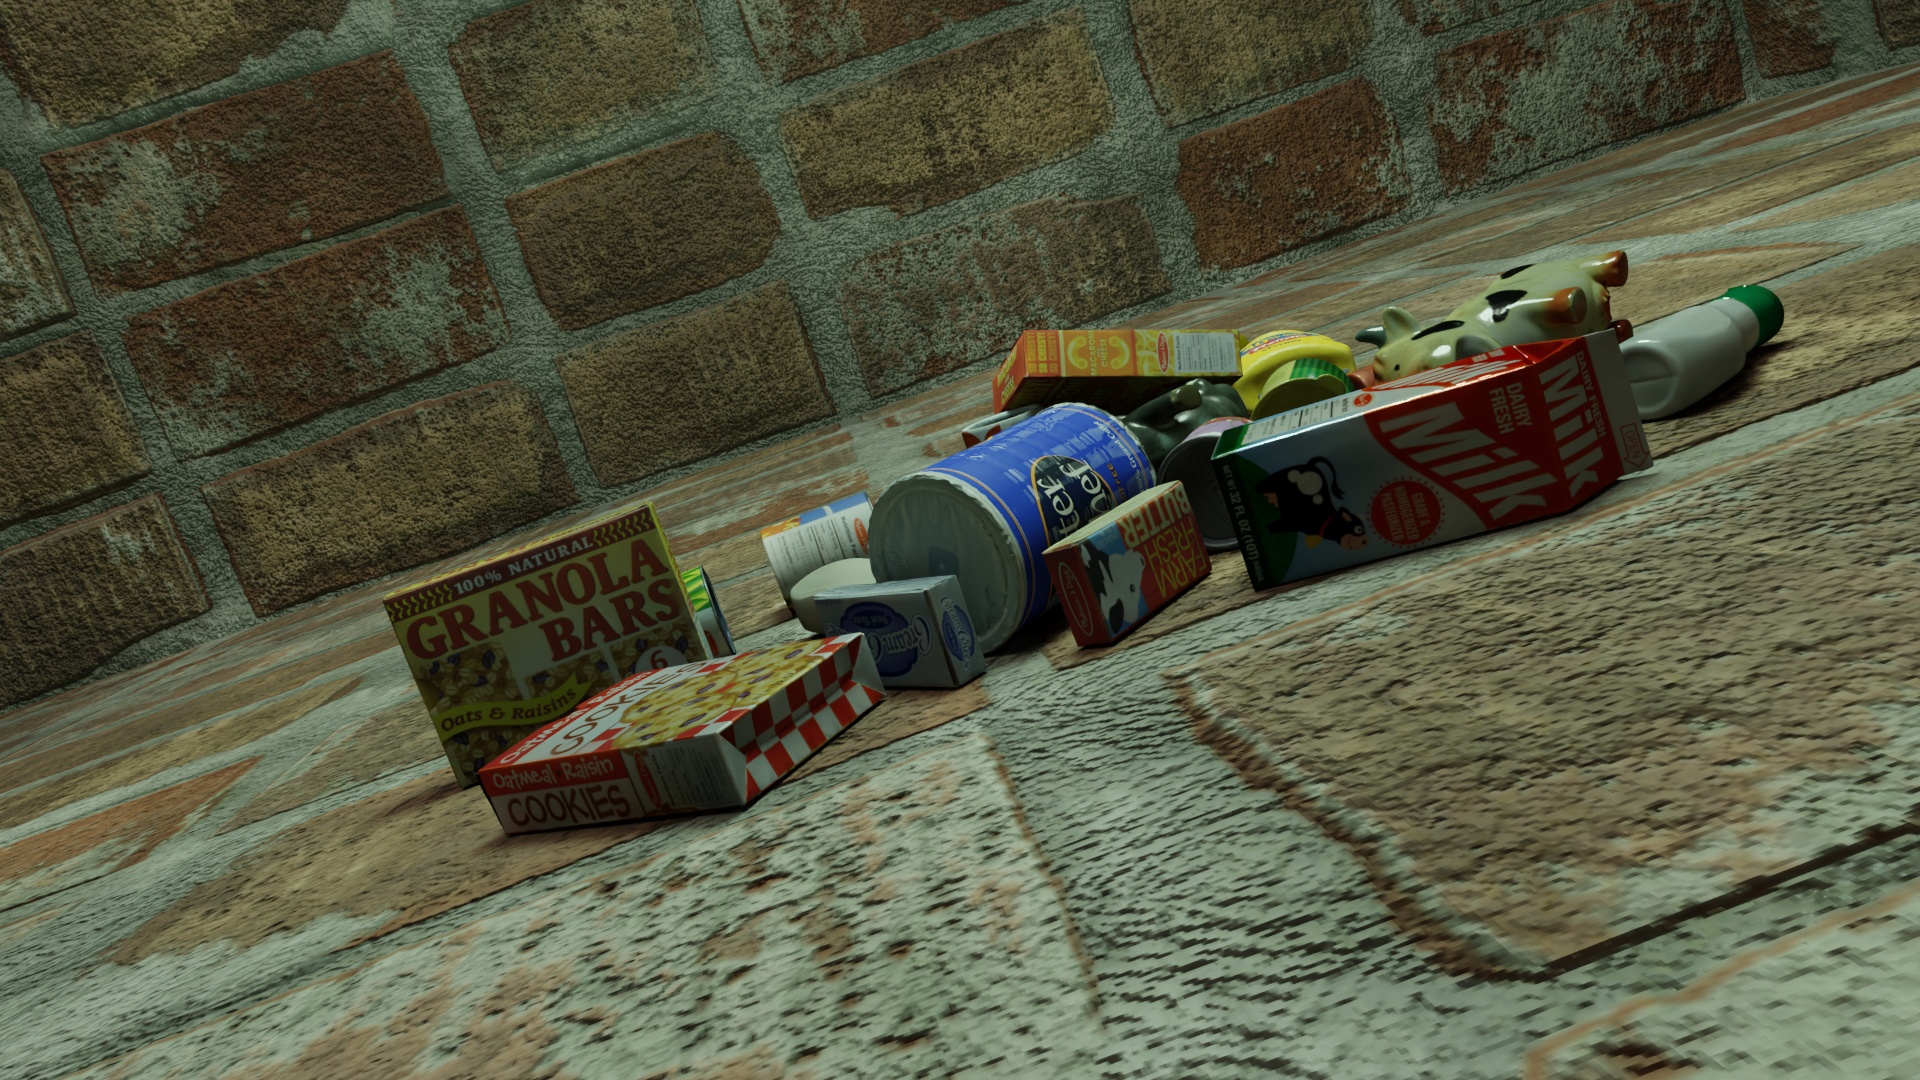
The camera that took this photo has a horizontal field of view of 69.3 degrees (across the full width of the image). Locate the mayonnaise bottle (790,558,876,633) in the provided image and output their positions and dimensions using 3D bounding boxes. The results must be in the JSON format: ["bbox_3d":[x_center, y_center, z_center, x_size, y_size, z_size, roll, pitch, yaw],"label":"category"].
[{"bbox_3d":[-0.056,0.038,0.863,0.065,0.041,0.148,-25,12,-21],"label":"mayonnaise bottle"}]

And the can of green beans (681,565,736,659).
[{"bbox_3d":[-0.189,0.057,0.932,0.058,0.071,0.071,-21,10,-7],"label":"can of green beans"}]

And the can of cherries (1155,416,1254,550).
[{"bbox_3d":[0.152,-0.034,0.790,0.071,0.071,0.058,-15,9,25],"label":"can of cherries"}]

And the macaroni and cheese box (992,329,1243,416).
[{"bbox_3d":[0.117,-0.127,1.076,0.167,0.040,0.123,-1,-10,-10],"label":"macaroni and cheese box"}]

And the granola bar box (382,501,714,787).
[{"bbox_3d":[-0.246,0.061,0.848,0.166,0.124,0.039,-21,8,-8],"label":"granola bar box"}]

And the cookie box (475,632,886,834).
[{"bbox_3d":[-0.141,0.096,0.703,0.167,0.040,0.123,-13,12,33],"label":"cookie box"}]

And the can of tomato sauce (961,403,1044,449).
[{"bbox_3d":[0.043,-0.054,1.053,0.071,0.083,0.071,-18,10,3],"label":"can of tomato sauce"}]

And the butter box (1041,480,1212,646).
[{"bbox_3d":[0.087,0.010,0.708,0.024,0.053,0.104,-14,10,43],"label":"butter box"}]

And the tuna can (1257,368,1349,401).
[{"bbox_3d":[0.266,-0.105,1.059,0.071,0.032,0.071,-19,10,3],"label":"tuna can"}]

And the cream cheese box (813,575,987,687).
[{"bbox_3d":[-0.034,0.048,0.727,0.024,0.053,0.103,-24,11,-38],"label":"cream cheese box"}]

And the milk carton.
[{"bbox_3d":[0.226,-0.041,0.674,0.190,0.072,0.074,-17,10,19],"label":"milk carton"}]

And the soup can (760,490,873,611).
[{"bbox_3d":[-0.098,0.009,1.030,0.084,0.071,0.071,-20,10,-5],"label":"soup can"}]

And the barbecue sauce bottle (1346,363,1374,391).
[{"bbox_3d":[0.344,-0.127,0.998,0.149,0.043,0.065,-22,11,-17],"label":"barbecue sauce bottle"}]

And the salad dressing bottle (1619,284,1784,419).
[{"bbox_3d":[0.414,-0.109,0.776,0.148,0.044,0.064,-25,9,-36],"label":"salad dressing bottle"}]

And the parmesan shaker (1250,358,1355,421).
[{"bbox_3d":[0.226,-0.082,0.902,0.071,0.071,0.103,-16,10,19],"label":"parmesan shaker"}]

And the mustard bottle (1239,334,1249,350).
[{"bbox_3d":[0.203,-0.134,1.251,0.161,0.065,0.049,-31,18,-32],"label":"mustard bottle"}]
